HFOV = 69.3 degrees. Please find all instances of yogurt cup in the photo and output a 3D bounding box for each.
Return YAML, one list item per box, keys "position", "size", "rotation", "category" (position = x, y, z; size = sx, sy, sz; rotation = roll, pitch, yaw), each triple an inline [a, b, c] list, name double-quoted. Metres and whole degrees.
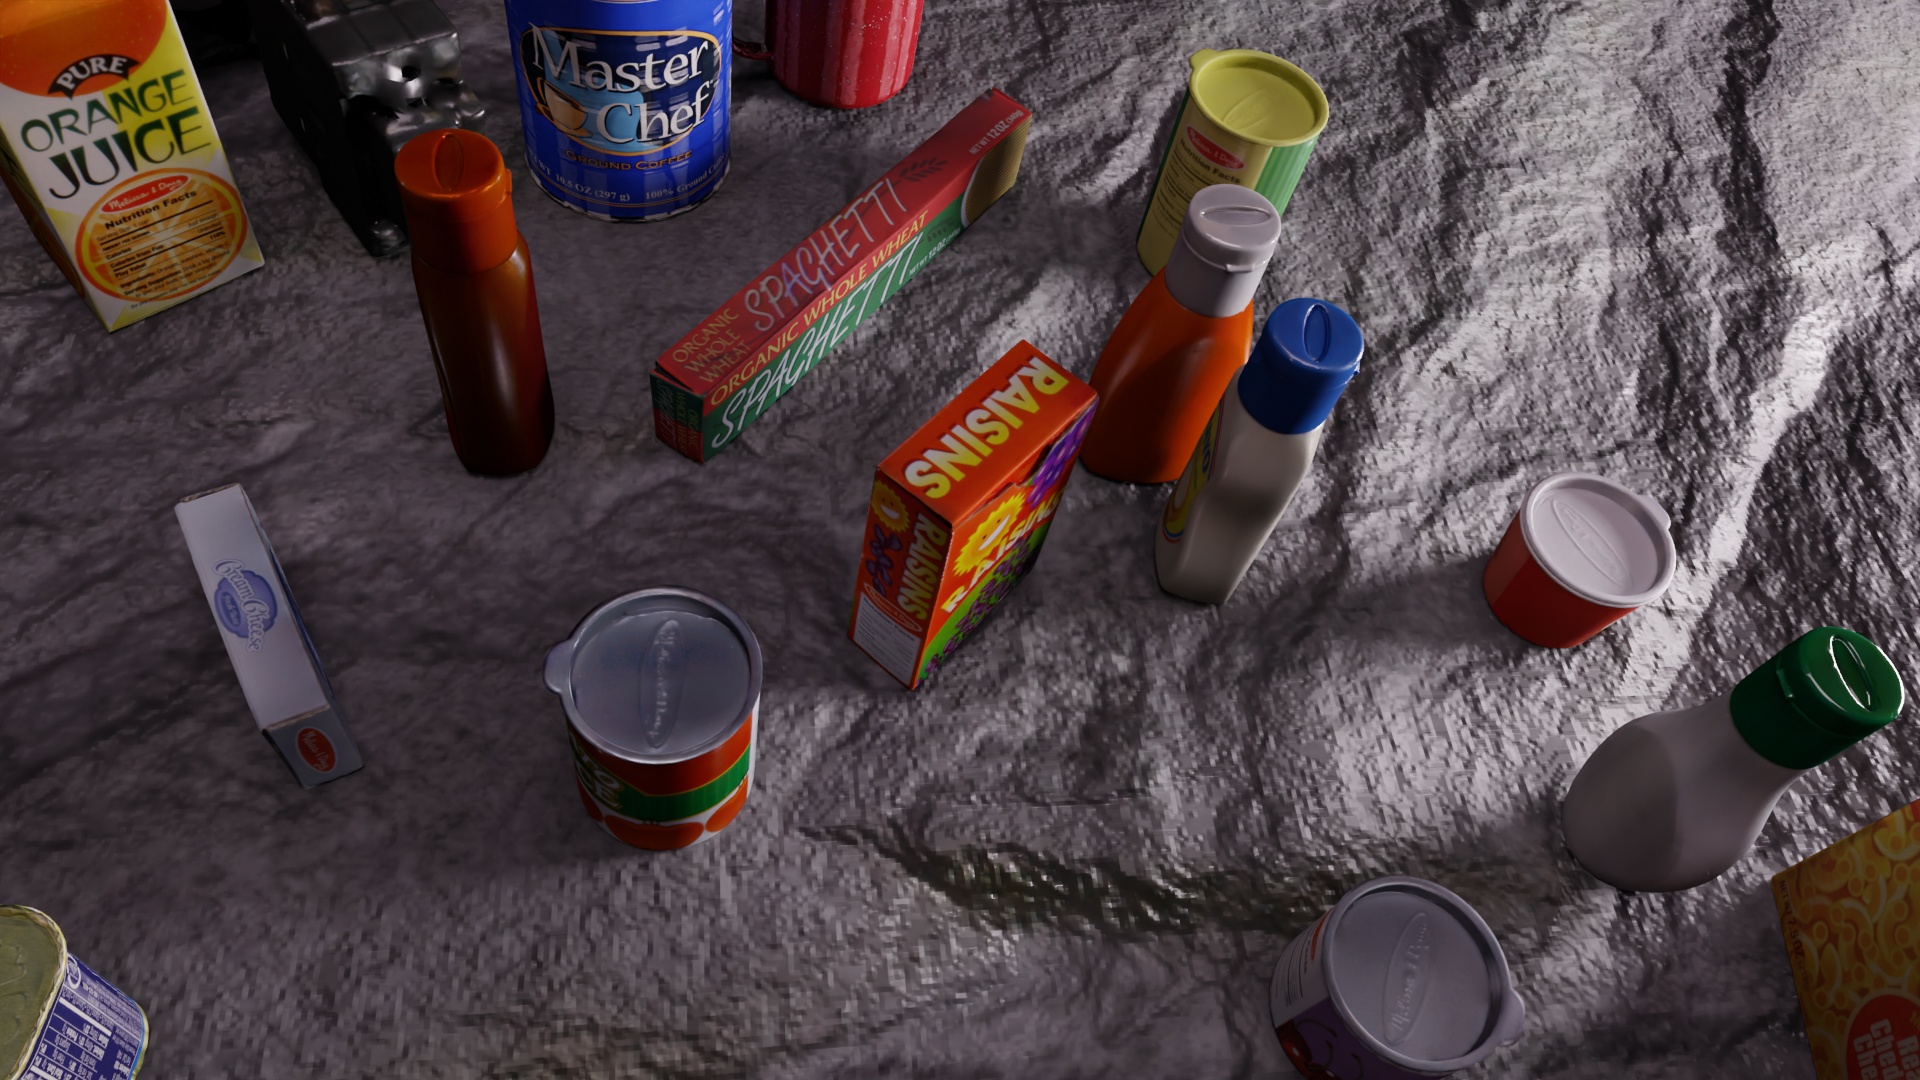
- position: [0.268, 0.012, 0.611]
  size: [0.072, 0.053, 0.073]
  rotation: [5, 56, -7]
  category: "yogurt cup"

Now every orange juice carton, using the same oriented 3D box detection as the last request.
- position: [-0.347, -0.180, 0.542]
  size: [0.073, 0.191, 0.072]
  rotation: [-35, 69, -28]
  category: "orange juice carton"

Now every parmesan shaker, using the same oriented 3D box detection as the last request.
- position: [0.128, -0.179, 0.682]
  size: [0.071, 0.102, 0.071]
  rotation: [5, 57, -7]
  category: "parmesan shaker"

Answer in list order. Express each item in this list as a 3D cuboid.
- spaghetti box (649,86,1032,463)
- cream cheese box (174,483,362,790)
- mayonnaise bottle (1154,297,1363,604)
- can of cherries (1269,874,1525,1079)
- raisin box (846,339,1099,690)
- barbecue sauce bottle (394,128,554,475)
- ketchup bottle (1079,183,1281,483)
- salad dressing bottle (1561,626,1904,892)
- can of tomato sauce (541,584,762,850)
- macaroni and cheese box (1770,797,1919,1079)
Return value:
- position: [-0.049, -0.129, 0.649]
  size: [0.029, 0.050, 0.251]
  rotation: [34, 58, 12]
  category: "spaghetti box"
- position: [-0.250, 0.035, 0.502]
  size: [0.024, 0.053, 0.104]
  rotation: [-24, 64, -23]
  category: "cream cheese box"
- position: [0.117, -0.035, 0.558]
  size: [0.041, 0.147, 0.065]
  rotation: [14, 56, -1]
  category: "mayonnaise bottle"
- position: [0.151, 0.161, 0.489]
  size: [0.071, 0.058, 0.072]
  rotation: [5, 56, -7]
  category: "can of cherries"
- position: [0.002, -0.007, 0.533]
  size: [0.040, 0.122, 0.086]
  rotation: [38, 59, 15]
  category: "raisin box"
- position: [-0.186, -0.091, 0.539]
  size: [0.044, 0.147, 0.065]
  rotation: [-4, 58, -13]
  category: "barbecue sauce bottle"
- position: [0.094, -0.082, 0.584]
  size: [0.065, 0.148, 0.044]
  rotation: [-2, 58, -11]
  category: "ketchup bottle"
- position: [0.278, 0.083, 0.509]
  size: [0.044, 0.146, 0.064]
  rotation: [3, 57, -9]
  category: "salad dressing bottle"
- position: [-0.107, 0.065, 0.490]
  size: [0.071, 0.082, 0.071]
  rotation: [5, 56, -7]
  category: "can of tomato sauce"
- position: [0.357, 0.147, 0.470]
  size: [0.040, 0.165, 0.124]
  rotation: [9, 56, -4]
  category: "macaroni and cheese box"
